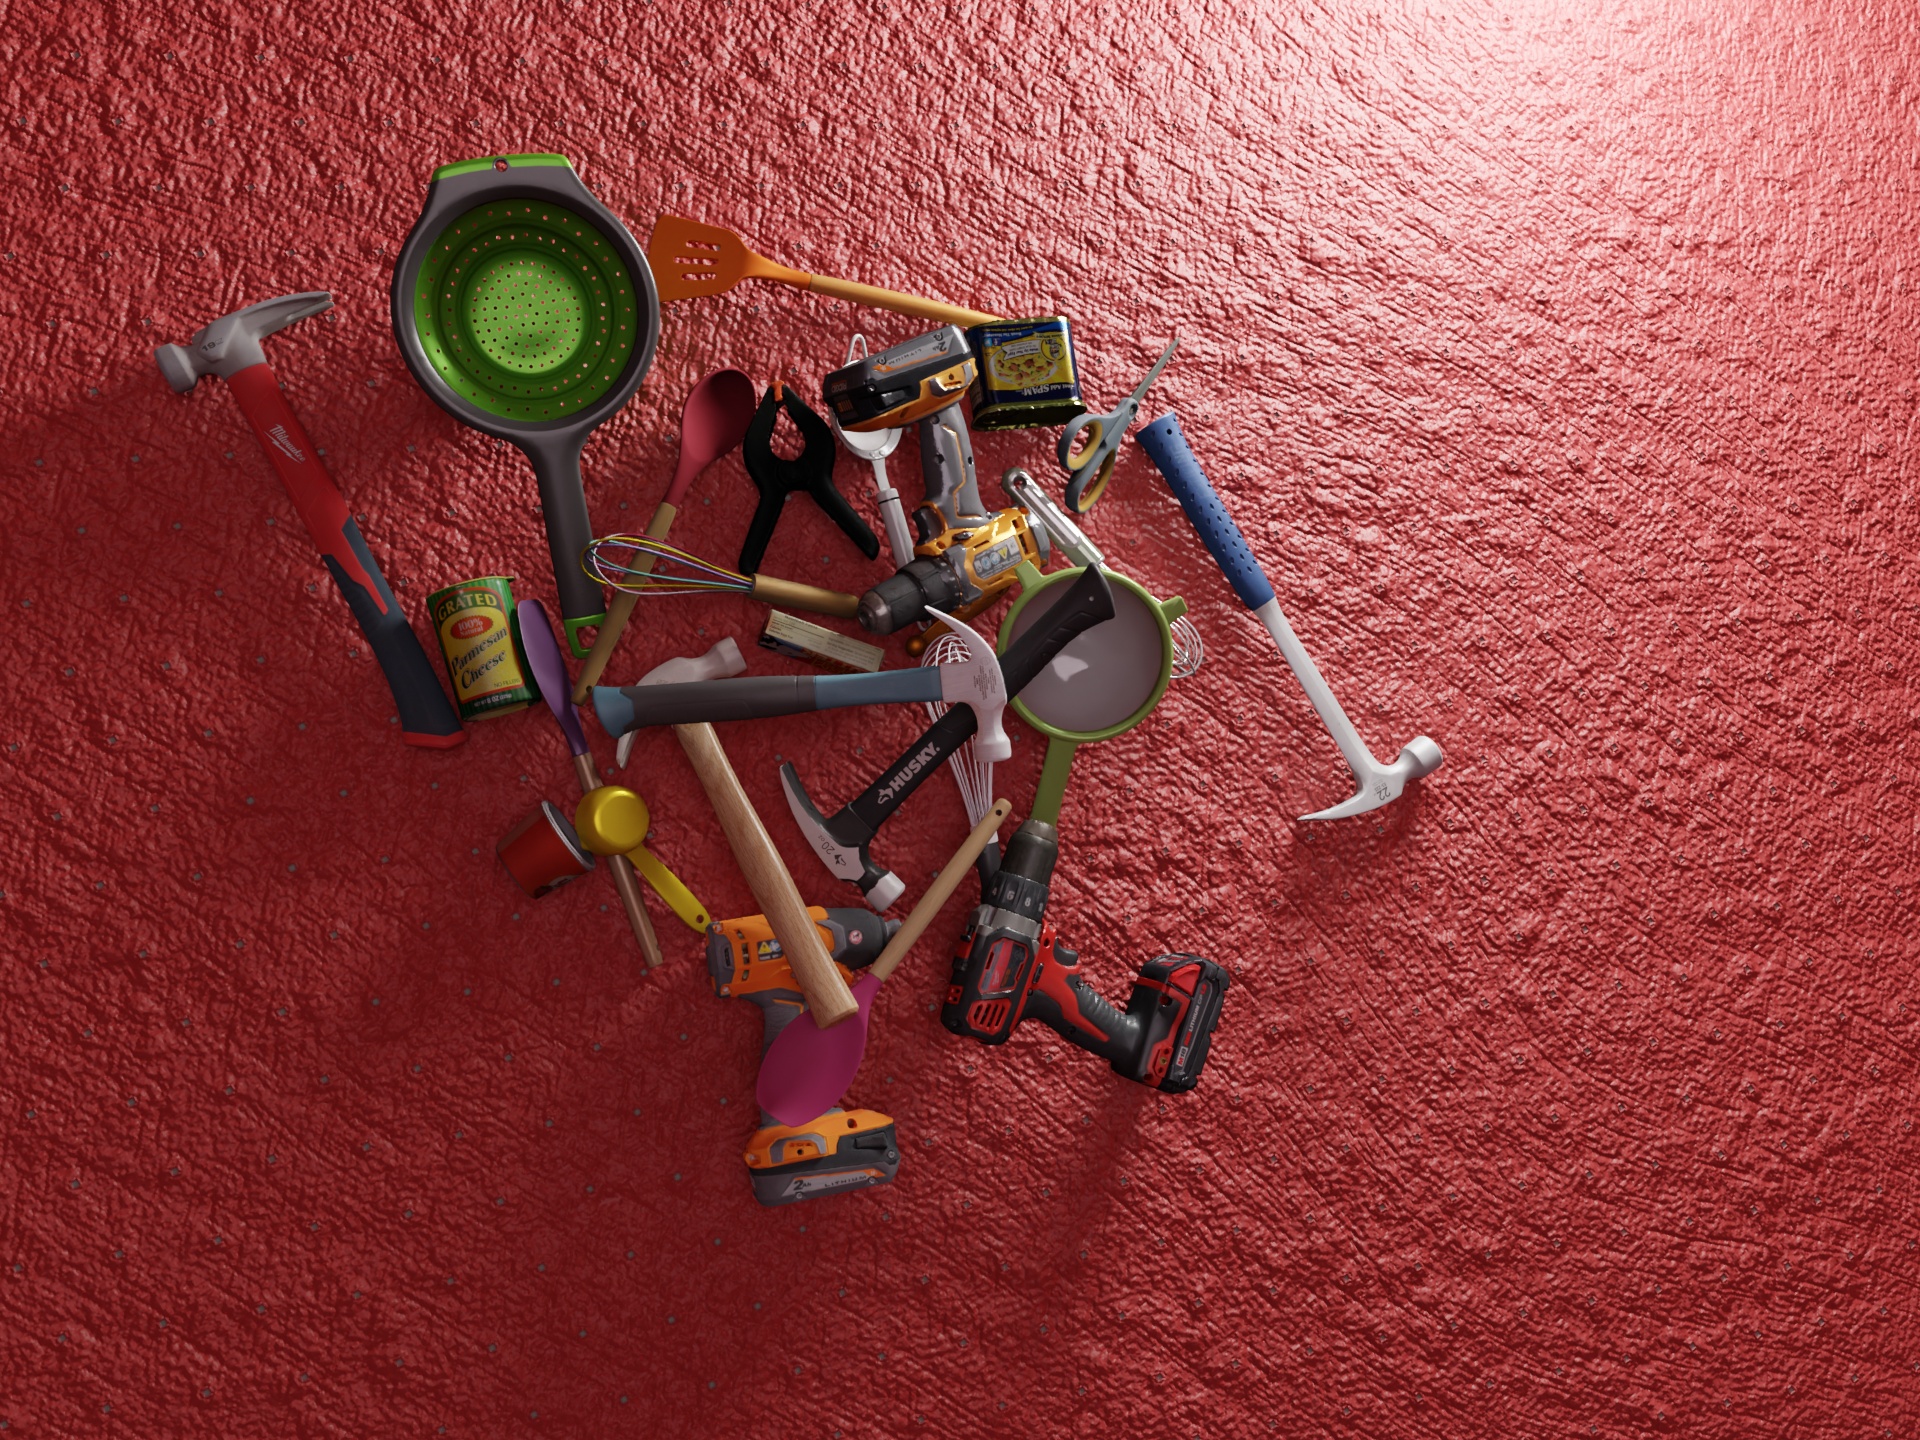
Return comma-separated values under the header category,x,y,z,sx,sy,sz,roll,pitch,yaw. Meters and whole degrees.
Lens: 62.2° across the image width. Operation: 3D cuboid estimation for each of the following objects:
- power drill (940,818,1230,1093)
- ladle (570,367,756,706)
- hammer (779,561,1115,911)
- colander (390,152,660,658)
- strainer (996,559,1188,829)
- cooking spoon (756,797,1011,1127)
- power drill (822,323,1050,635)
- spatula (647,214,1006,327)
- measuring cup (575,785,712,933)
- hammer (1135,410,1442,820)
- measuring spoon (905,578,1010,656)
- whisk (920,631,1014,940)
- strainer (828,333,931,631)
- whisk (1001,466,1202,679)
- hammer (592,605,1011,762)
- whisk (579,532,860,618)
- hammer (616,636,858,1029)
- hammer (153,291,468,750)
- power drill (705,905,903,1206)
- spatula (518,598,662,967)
category,x,y,z,sx,sy,sz,roll,pitch,yaw
power drill,0.108,0.202,1.335,0.226,0.080,0.188,22,80,-17
ladle,-0.251,-0.154,1.318,0.069,0.031,0.315,37,70,-46
hammer,-0.002,-0.004,1.308,0.146,0.035,0.334,45,100,-1
colander,-0.340,-0.251,1.305,0.204,0.094,0.397,-11,105,-13
strainer,0.092,-0.010,1.381,0.151,0.069,0.256,12,101,-5
cooking spoon,-0.053,0.187,1.281,0.069,0.017,0.319,35,71,7
power drill,-0.037,-0.194,1.327,0.185,0.084,0.226,-30,107,-28
spatula,-0.110,-0.376,1.393,0.322,0.041,0.081,9,82,-15
measuring cup,-0.247,0.116,1.288,0.156,0.029,0.062,51,56,-19
hammer,0.276,-0.094,1.439,0.144,0.035,0.405,-32,92,-14
measuring spoon,0.001,-0.091,1.385,0.117,0.011,0.021,-36,117,-17
whisk,0.014,0.066,1.359,0.070,0.070,0.284,-10,91,-13
strainer,-0.068,-0.201,1.374,0.087,0.050,0.258,-20,95,-46
whisk,0.124,-0.130,1.405,0.058,0.059,0.246,-43,89,-5
hammer,-0.129,-0.019,1.273,0.331,0.033,0.128,-4,94,2
whisk,-0.195,-0.113,1.311,0.244,0.051,0.047,10,107,-30
hammer,-0.173,0.096,1.280,0.130,0.031,0.331,-26,73,-8
hammer,-0.487,-0.154,1.279,0.143,0.038,0.386,-29,91,-15
power drill,-0.112,0.265,1.297,0.164,0.084,0.226,-8,82,-14
spatula,-0.301,0.052,1.293,0.018,0.060,0.316,-18,94,13
